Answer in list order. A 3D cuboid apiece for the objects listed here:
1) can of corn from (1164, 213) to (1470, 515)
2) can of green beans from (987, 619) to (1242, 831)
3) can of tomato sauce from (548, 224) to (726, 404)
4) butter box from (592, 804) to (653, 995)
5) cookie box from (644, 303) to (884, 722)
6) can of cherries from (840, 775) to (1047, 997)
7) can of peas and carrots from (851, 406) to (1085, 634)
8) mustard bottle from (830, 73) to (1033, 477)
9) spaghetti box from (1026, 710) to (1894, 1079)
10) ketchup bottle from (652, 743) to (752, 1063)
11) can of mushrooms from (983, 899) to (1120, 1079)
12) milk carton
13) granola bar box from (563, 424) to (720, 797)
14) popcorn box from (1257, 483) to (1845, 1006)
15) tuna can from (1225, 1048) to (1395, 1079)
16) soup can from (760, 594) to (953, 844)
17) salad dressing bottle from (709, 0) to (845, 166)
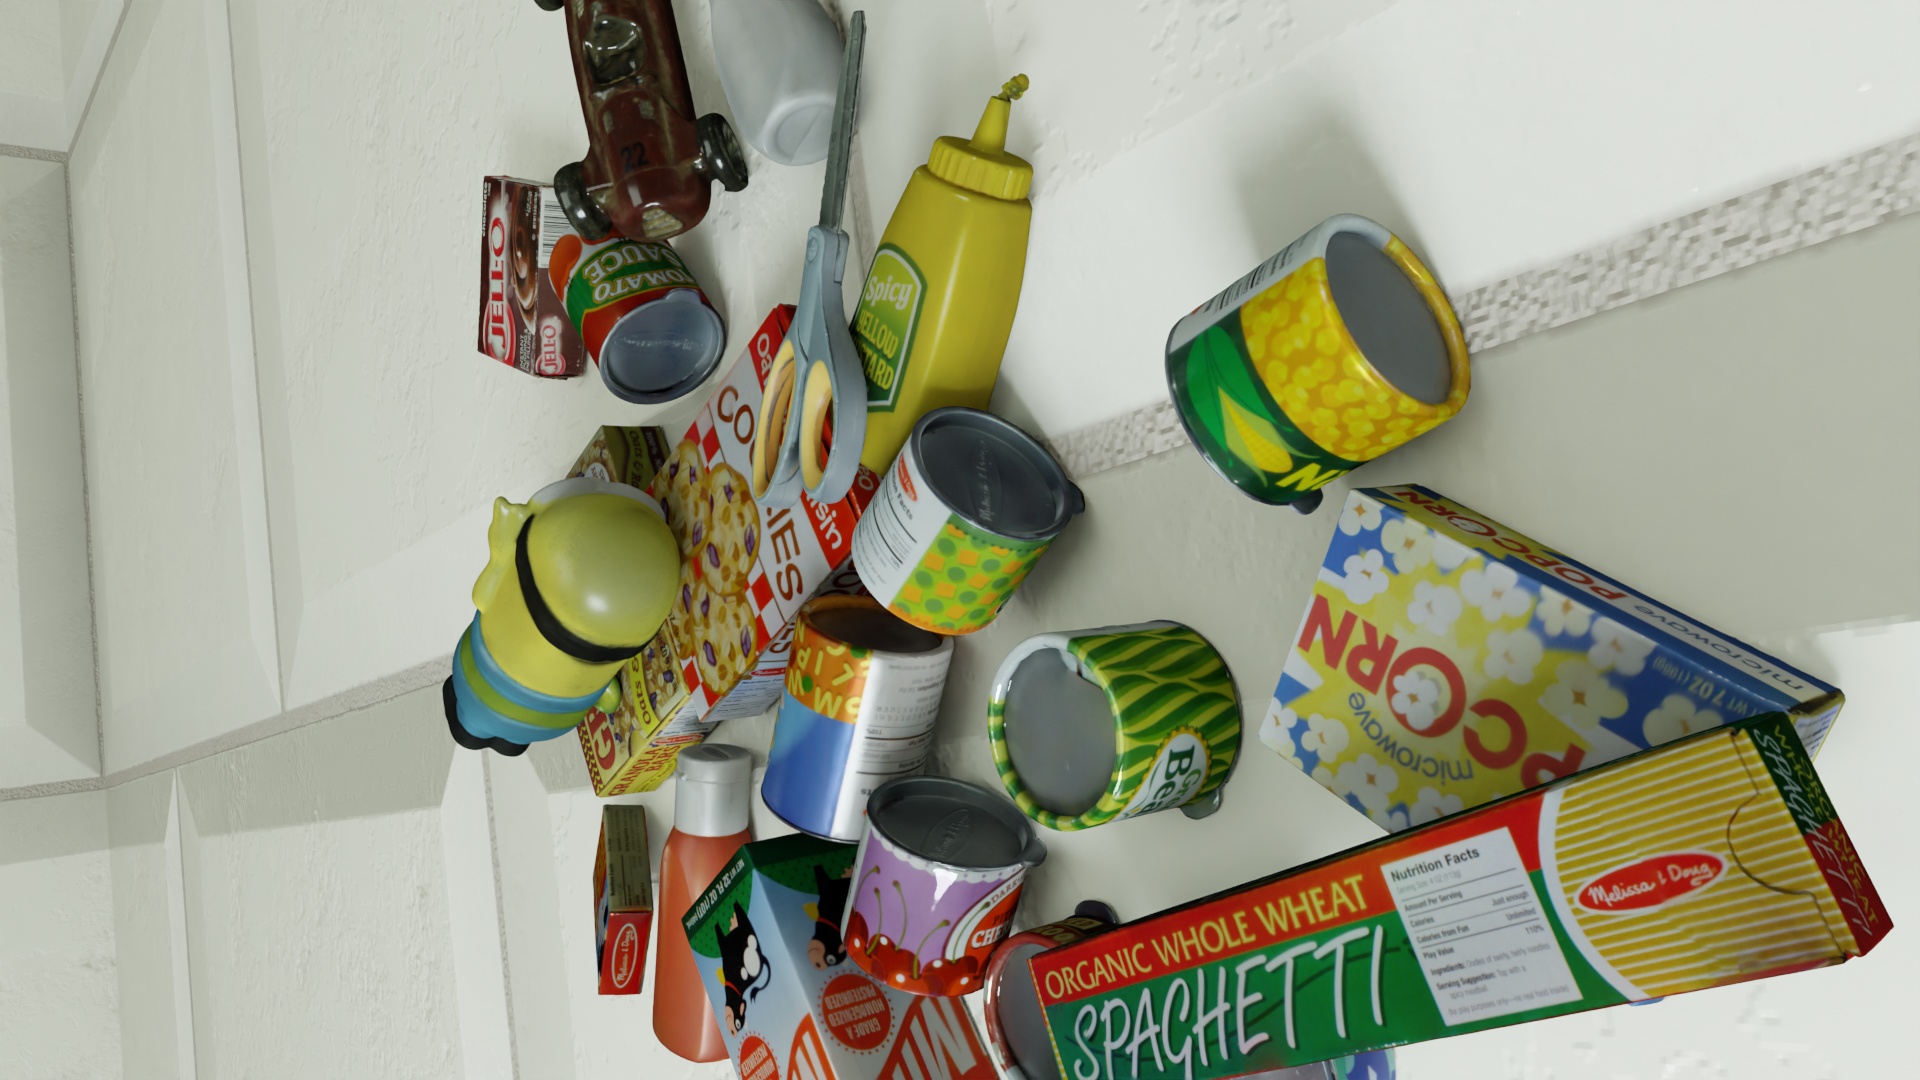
[{"bbox_3d":[0.104,-0.049,0.401,0.058,0.071,0.071,-33,67,45],"label":"can of corn"},{"bbox_3d":[0.051,0.062,0.471,0.071,0.058,0.071,3,94,49],"label":"can of green beans"},{"bbox_3d":[-0.167,-0.122,0.713,0.083,0.071,0.070,54,129,34],"label":"can of tomato sauce"},{"bbox_3d":[-0.182,0.190,0.745,0.104,0.024,0.053,-126,45,-64],"label":"butter box"},{"bbox_3d":[-0.090,-0.009,0.647,0.166,0.040,0.123,-45,58,41],"label":"cookie box"},{"bbox_3d":[-0.007,0.134,0.536,0.071,0.071,0.058,31,115,44],"label":"can of cherries"},{"bbox_3d":[0.002,-0.007,0.522,0.058,0.071,0.071,-56,52,38],"label":"can of peas and carrots"},{"bbox_3d":[-0.006,-0.103,0.539,0.065,0.049,0.159,42,122,44],"label":"mustard bottle"},{"bbox_3d":[0.106,0.109,0.372,0.249,0.029,0.050,-36,66,46],"label":"spaghetti box"},{"bbox_3d":[-0.127,0.178,0.694,0.065,0.043,0.148,12,100,55],"label":"ketchup bottle"},{"bbox_3d":[0.041,0.170,0.506,0.071,0.033,0.071,3,94,50],"label":"can of mushrooms"},{"bbox_3d":[-0.040,0.219,0.571,0.072,0.073,0.191,-50,56,38],"label":"milk carton"},{"bbox_3d":[-0.182,0.039,0.757,0.123,0.039,0.166,-45,58,41],"label":"granola bar box"},{"bbox_3d":[0.149,0.048,0.371,0.127,0.038,0.085,36,119,43],"label":"popcorn box"},{"bbox_3d":[0.101,0.165,0.435,0.071,0.033,0.071,3,93,50],"label":"tuna can"},{"bbox_3d":[-0.045,0.071,0.577,0.071,0.071,0.083,29,112,45],"label":"soup can"},{"bbox_3d":[-0.093,-0.241,0.642,0.064,0.044,0.148,-47,56,42],"label":"salad dressing bottle"}]
